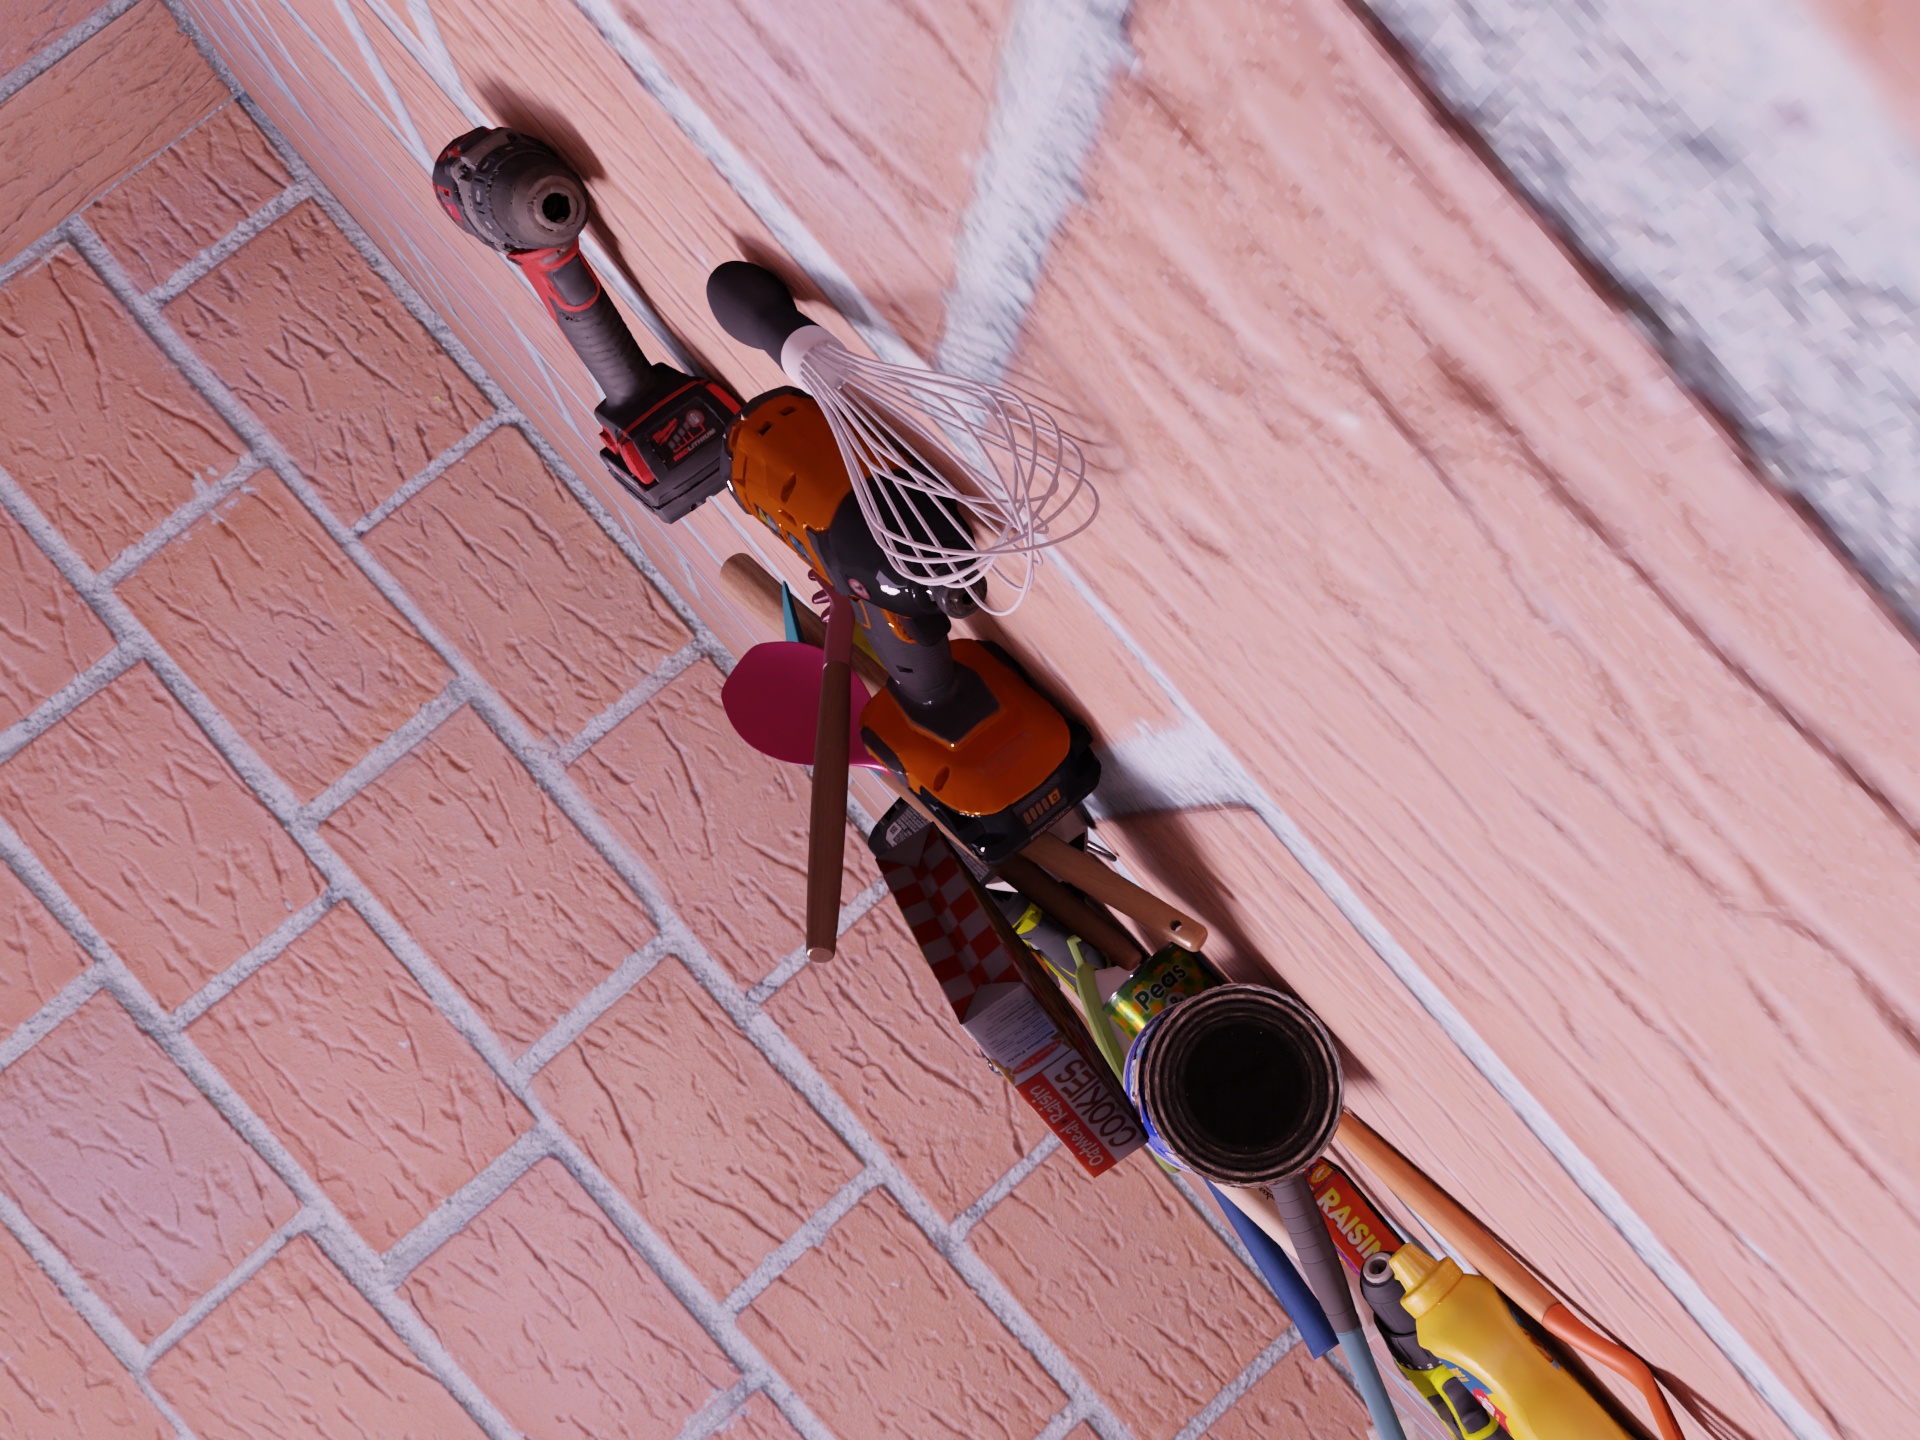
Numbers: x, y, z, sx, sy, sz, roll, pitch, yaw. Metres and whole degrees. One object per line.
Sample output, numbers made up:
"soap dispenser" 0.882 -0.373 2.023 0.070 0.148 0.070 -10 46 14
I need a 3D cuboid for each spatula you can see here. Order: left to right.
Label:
"spatula" -0.014 0.035 0.890 0.318 0.044 0.082 37 145 29
"spatula" 0.280 0.295 0.817 0.081 0.041 0.323 53 172 -34

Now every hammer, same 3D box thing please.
"hammer" -0.044 -0.010 0.956 0.332 0.031 0.129 39 148 36
"hammer" 0.178 0.331 1.245 0.410 0.038 0.146 44 -167 -14
"hammer" 0.206 0.369 1.406 0.406 0.035 0.144 56 177 25
"hammer" 0.258 0.399 1.084 0.128 0.033 0.331 21 -133 -83

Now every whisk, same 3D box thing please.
"whisk" -0.040 -0.116 0.560 0.070 0.070 0.285 55 175 -40

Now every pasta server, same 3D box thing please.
"pasta server" -0.073 -0.006 0.826 0.060 0.040 0.317 77 -172 -45

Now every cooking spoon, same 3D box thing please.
"cooking spoon" -0.006 0.039 0.846 0.319 0.069 0.017 29 169 28

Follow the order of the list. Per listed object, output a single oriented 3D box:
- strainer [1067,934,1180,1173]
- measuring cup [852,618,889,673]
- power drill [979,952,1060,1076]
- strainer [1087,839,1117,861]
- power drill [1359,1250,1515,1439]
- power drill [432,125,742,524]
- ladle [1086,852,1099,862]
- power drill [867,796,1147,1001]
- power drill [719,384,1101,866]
"strainer" 0.160 0.253 1.107 0.256 0.069 0.152 55 -169 -43
"measuring cup" -0.016 -0.020 1.051 0.156 0.029 0.062 36 171 8
"power drill" 0.030 0.202 1.360 0.186 0.084 0.226 -102 -7 -58
"strainer" -0.002 -0.003 0.971 0.258 0.050 0.087 53 -173 -1
"power drill" 0.343 0.471 1.037 0.190 0.080 0.229 53 -171 -23
"power drill" -0.201 -0.224 0.888 0.226 0.080 0.188 58 169 -33
"ladle" 0.022 0.046 1.131 0.316 0.031 0.069 39 168 45
"power drill" 0.035 0.126 1.164 0.171 0.080 0.223 42 -179 39
"power drill" -0.013 -0.034 0.728 0.164 0.084 0.226 41 165 44
